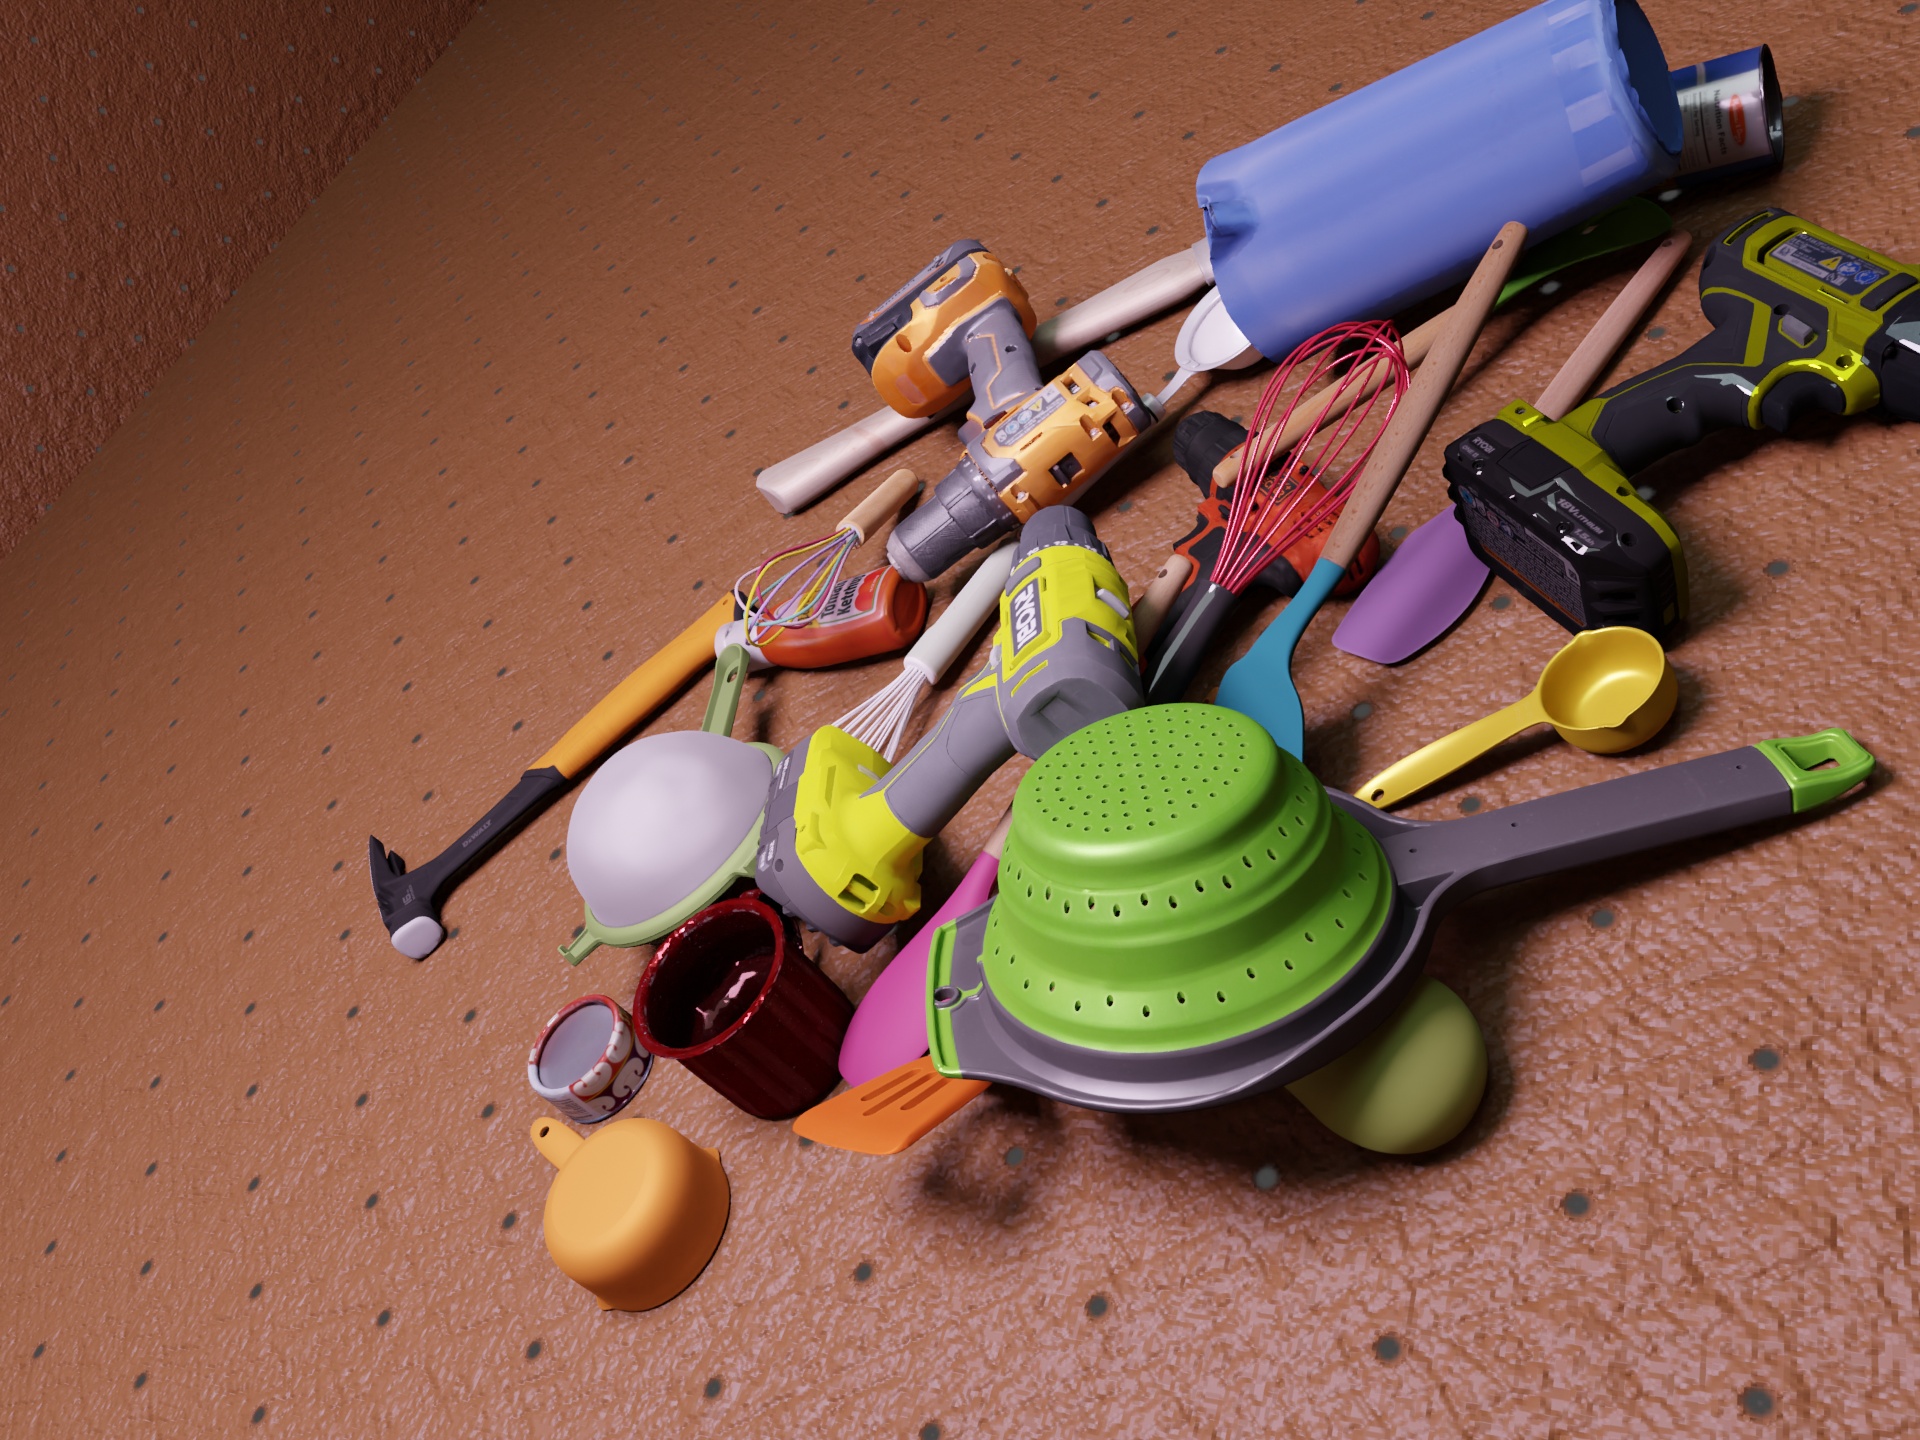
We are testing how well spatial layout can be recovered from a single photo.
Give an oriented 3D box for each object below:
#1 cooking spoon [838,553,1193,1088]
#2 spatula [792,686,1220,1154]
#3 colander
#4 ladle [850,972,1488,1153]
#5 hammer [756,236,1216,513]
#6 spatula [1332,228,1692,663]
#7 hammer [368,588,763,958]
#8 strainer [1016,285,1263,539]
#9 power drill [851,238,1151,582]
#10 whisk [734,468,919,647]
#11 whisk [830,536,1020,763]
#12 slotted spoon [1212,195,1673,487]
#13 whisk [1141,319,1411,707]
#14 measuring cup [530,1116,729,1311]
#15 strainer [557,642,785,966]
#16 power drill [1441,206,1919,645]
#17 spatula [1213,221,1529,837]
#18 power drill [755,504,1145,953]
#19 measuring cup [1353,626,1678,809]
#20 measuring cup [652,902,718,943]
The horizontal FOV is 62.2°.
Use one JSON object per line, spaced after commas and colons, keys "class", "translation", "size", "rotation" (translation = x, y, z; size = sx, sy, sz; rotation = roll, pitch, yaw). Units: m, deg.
{"class": "cooking spoon", "translation": [0.031, 0.048, 0.810], "size": [0.319, 0.017, 0.069], "rotation": [-57, 33, -8]}
{"class": "spatula", "translation": [0.045, 0.088, 0.766], "size": [0.081, 0.041, 0.323], "rotation": [-5, 38, 52]}
{"class": "colander", "translation": [0.163, 0.036, 0.650], "size": [0.397, 0.094, 0.205], "rotation": [-15, 28, 7]}
{"class": "ladle", "translation": [0.077, 0.156, 0.715], "size": [0.320, 0.062, 0.078], "rotation": [-13, 44, 38]}
{"class": "hammer", "translation": [0.028, -0.264, 1.172], "size": [0.410, 0.038, 0.146], "rotation": [-24, 39, 18]}
{"class": "spatula", "translation": [0.305, -0.150, 0.848], "size": [0.060, 0.018, 0.316], "rotation": [25, 70, 46]}
{"class": "hammer", "translation": [-0.279, 0.022, 1.131], "size": [0.337, 0.034, 0.127], "rotation": [-41, 39, -3]}
{"class": "strainer", "translation": [0.130, -0.207, 1.030], "size": [0.258, 0.050, 0.087], "rotation": [-44, 32, 2]}
{"class": "power drill", "translation": [0.003, -0.202, 1.050], "size": [0.185, 0.084, 0.226], "rotation": [-39, 46, 8]}
{"class": "whisk", "translation": [-0.081, -0.117, 1.048], "size": [0.051, 0.047, 0.245], "rotation": [-14, 22, 31]}
{"class": "whisk", "translation": [-0.030, -0.025, 0.970], "size": [0.059, 0.057, 0.246], "rotation": [29, 65, 18]}
{"class": "slotted spoon", "translation": [0.269, -0.217, 0.890], "size": [0.314, 0.031, 0.070], "rotation": [-34, 29, -10]}
{"class": "whisk", "translation": [0.141, -0.081, 0.804], "size": [0.073, 0.073, 0.296], "rotation": [26, 81, 49]}
{"class": "measuring cup", "translation": [-0.195, 0.236, 0.832], "size": [0.174, 0.052, 0.095], "rotation": [18, 64, 45]}
{"class": "strainer", "translation": [-0.171, 0.018, 0.951], "size": [0.151, 0.069, 0.257], "rotation": [-27, 32, 23]}
{"class": "power drill", "translation": [0.360, -0.138, 0.746], "size": [0.223, 0.080, 0.171], "rotation": [-35, 44, 0]}
{"class": "spatula", "translation": [0.199, -0.094, 0.771], "size": [0.082, 0.044, 0.317], "rotation": [31, 93, 56]}
{"class": "power drill", "translation": [-0.001, -0.003, 0.825], "size": [0.228, 0.080, 0.191], "rotation": [-42, 25, 25]}
{"class": "measuring cup", "translation": [0.253, 0.011, 0.731], "size": [0.156, 0.029, 0.062], "rotation": [-32, 35, 28]}
{"class": "measuring cup", "translation": [-0.160, 0.110, 0.942], "size": [0.083, 0.038, 0.168], "rotation": [-46, 36, -10]}
